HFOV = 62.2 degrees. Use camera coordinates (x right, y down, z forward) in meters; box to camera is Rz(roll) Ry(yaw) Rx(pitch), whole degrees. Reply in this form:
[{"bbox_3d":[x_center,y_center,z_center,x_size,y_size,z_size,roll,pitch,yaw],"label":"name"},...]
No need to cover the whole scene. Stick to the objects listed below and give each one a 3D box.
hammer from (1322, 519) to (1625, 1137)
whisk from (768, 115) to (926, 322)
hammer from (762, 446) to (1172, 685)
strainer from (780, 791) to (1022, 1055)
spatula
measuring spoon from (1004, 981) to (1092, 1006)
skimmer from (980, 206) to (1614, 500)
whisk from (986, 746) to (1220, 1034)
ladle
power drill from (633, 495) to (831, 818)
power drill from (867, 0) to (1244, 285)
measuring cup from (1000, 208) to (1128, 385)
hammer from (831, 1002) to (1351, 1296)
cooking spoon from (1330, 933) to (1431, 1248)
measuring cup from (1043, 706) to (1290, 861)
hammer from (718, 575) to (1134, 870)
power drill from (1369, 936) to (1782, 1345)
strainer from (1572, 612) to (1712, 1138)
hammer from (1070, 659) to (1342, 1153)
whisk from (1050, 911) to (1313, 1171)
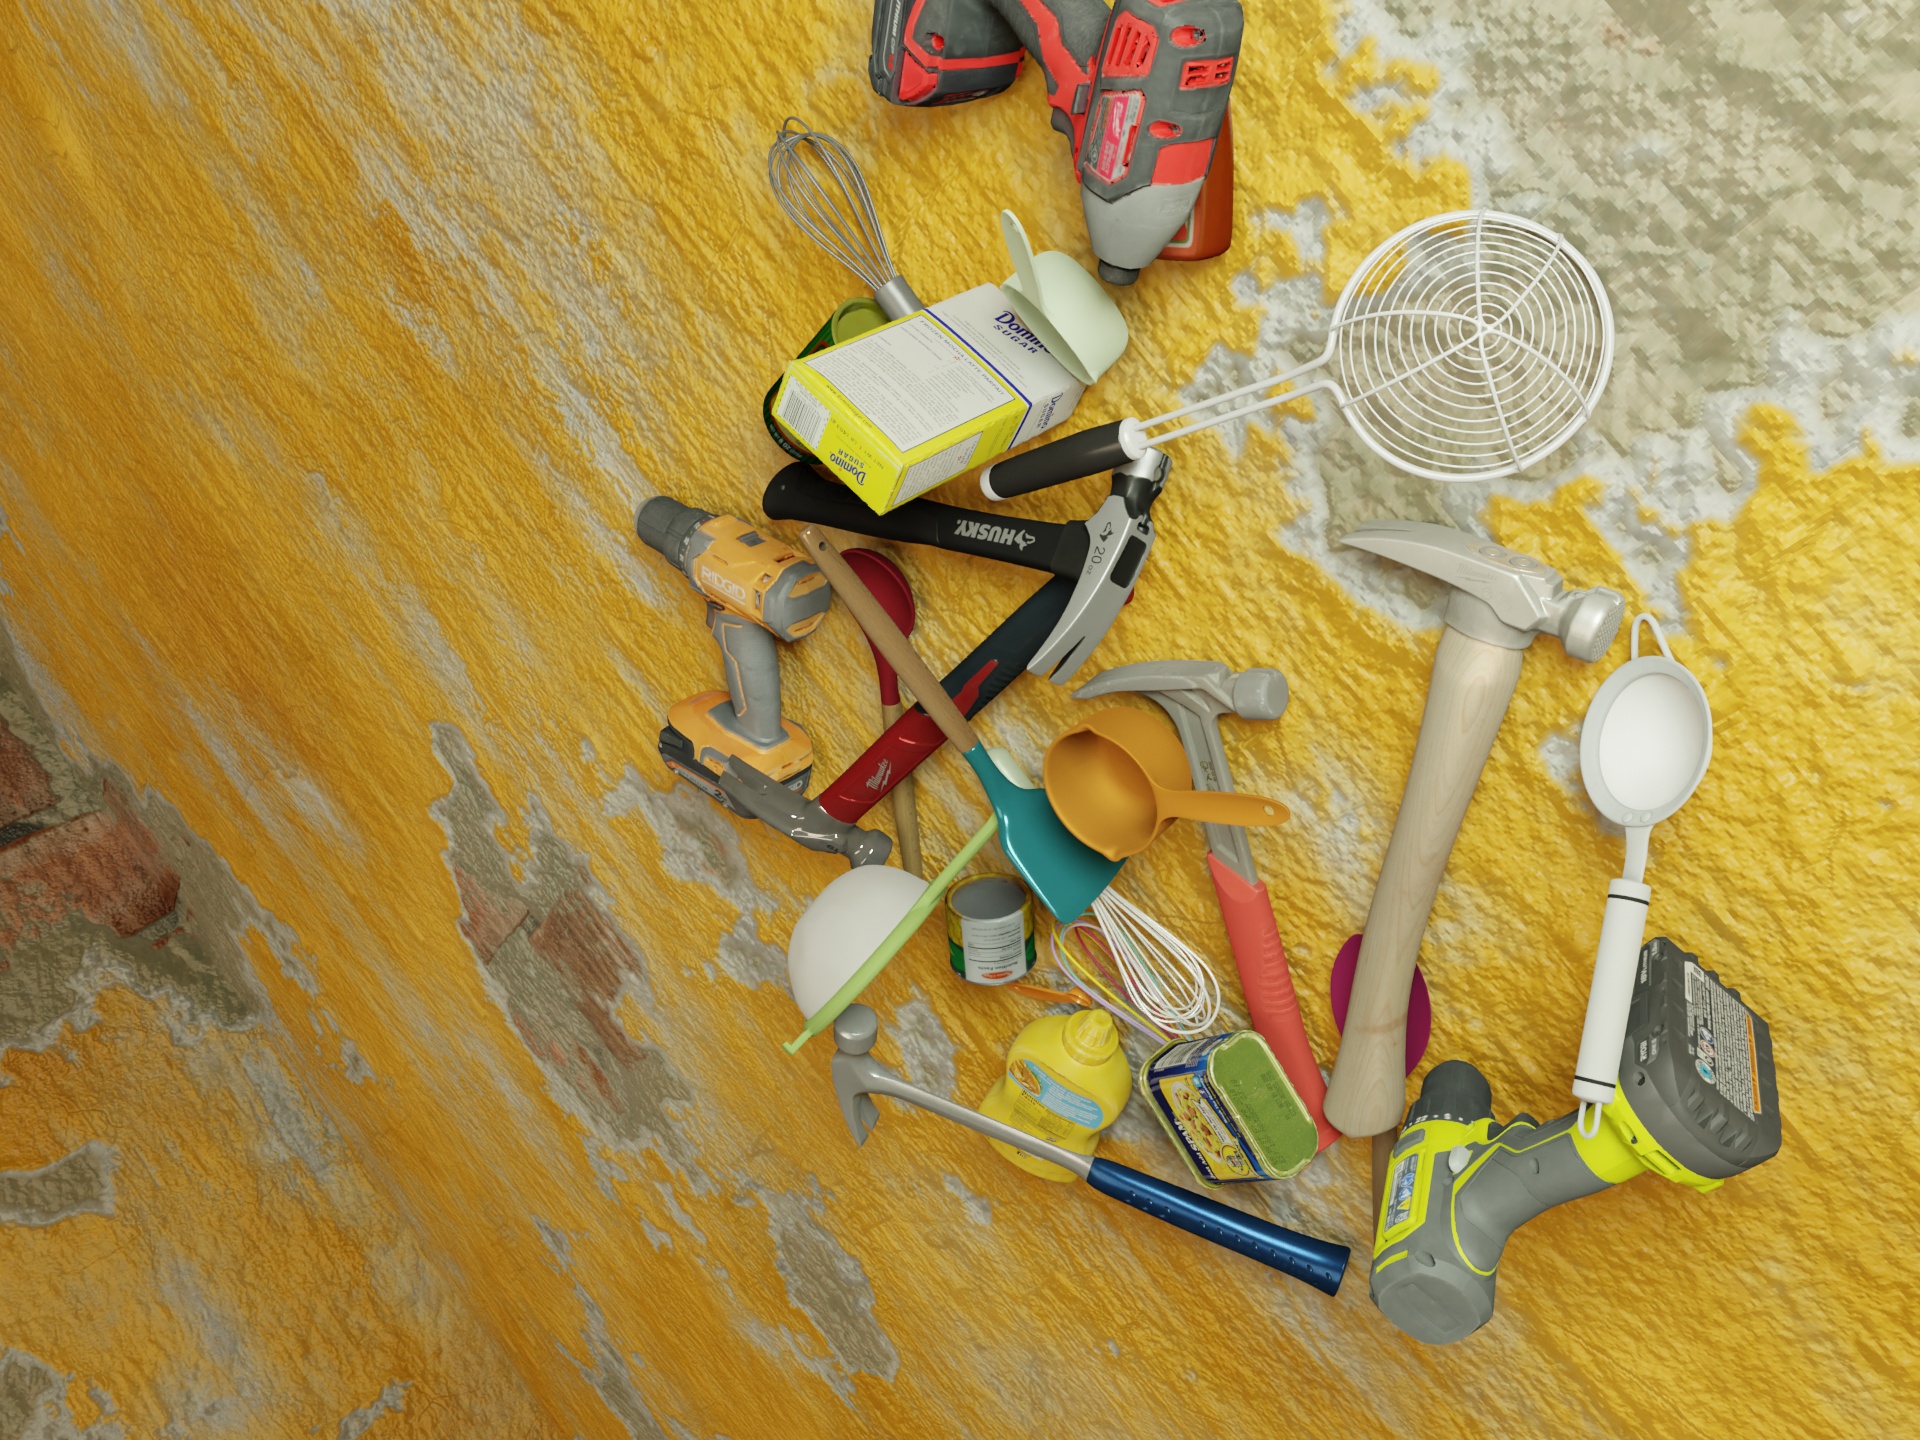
[{"bbox_3d":[0.256,0.083,0.927,0.146,0.038,0.410,27,129,31],"label":"hammer"},{"bbox_3d":[-0.043,-0.271,0.992,0.239,0.055,0.055,54,140,-5],"label":"whisk"},{"bbox_3d":[-0.019,-0.122,1.033,0.335,0.035,0.146,17,86,44],"label":"hammer"},{"bbox_3d":[-0.053,0.122,1.155,0.069,0.151,0.256,41,118,1],"label":"strainer"},{"bbox_3d":[-0.002,-0.003,1.039,0.317,0.082,0.044,52,157,-23],"label":"spatula"},{"bbox_3d":[0.066,0.204,1.209,0.021,0.011,0.117,38,160,-21],"label":"measuring spoon"},{"bbox_3d":[0.156,-0.164,0.847,0.363,0.090,0.127,-9,90,51],"label":"skimmer"},{"bbox_3d":[0.094,0.115,1.111,0.246,0.059,0.057,52,154,14],"label":"whisk"},{"bbox_3d":[-0.049,0.008,1.195,0.069,0.031,0.315,17,128,32],"label":"ladle"},{"bbox_3d":[-0.189,-0.057,1.249,0.185,0.084,0.226,30,129,30],"label":"power drill"},{"bbox_3d":[0.045,-0.324,0.798,0.220,0.078,0.143,48,144,33],"label":"power drill"},{"bbox_3d":[0.053,-0.239,0.855,0.083,0.038,0.167,48,-179,17],"label":"measuring cup"},{"bbox_3d":[0.087,0.334,1.190,0.405,0.035,0.144,19,135,16],"label":"hammer"},{"bbox_3d":[0.282,0.275,1.056,0.069,0.017,0.318,14,124,37],"label":"cooking spoon"},{"bbox_3d":[0.133,0.038,0.967,0.174,0.052,0.095,5,118,40],"label":"measuring cup"},{"bbox_3d":[-0.024,-0.015,1.097,0.143,0.038,0.386,33,135,-16],"label":"hammer"},{"bbox_3d":[0.324,0.220,0.874,0.080,0.191,0.228,40,126,-3],"label":"power drill"},{"bbox_3d":[0.332,0.077,0.784,0.087,0.050,0.258,173,112,-70],"label":"strainer"},{"bbox_3d":[0.182,0.130,1.044,0.149,0.037,0.359,0,115,44],"label":"hammer"},{"bbox_3d":[0.158,0.227,1.134,0.245,0.051,0.047,44,173,7],"label":"whisk"}]
